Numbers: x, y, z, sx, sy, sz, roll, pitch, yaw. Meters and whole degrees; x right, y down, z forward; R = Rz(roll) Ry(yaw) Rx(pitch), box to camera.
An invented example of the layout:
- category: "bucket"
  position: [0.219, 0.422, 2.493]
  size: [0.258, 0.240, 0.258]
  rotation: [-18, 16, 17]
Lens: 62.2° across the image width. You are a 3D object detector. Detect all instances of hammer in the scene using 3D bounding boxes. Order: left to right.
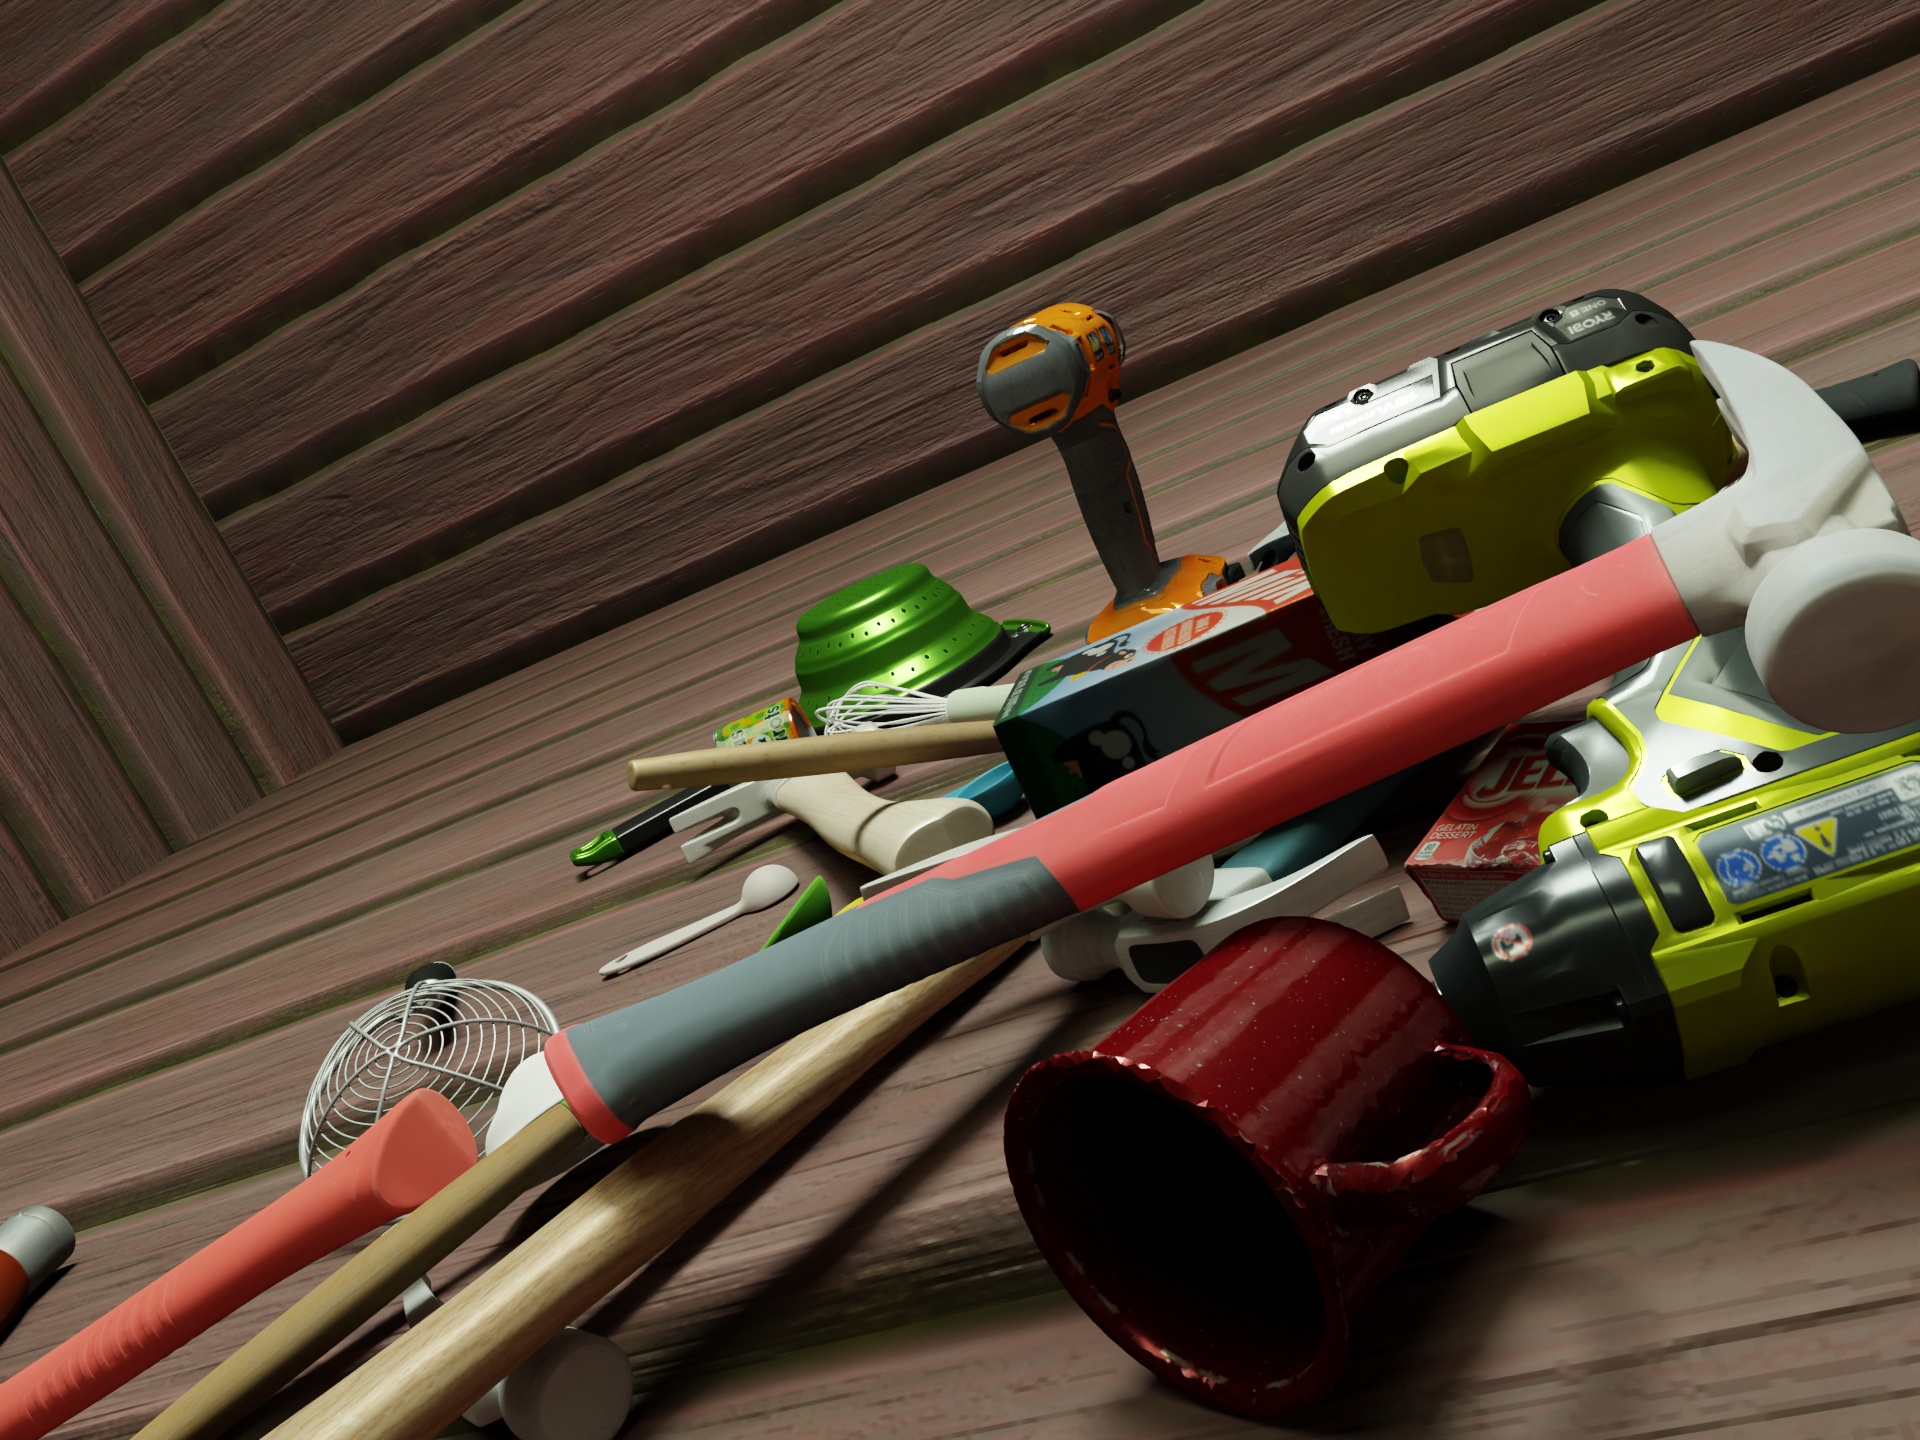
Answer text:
- category: "hammer"
  position: [-0.331, 0.242, 0.588]
  size: [0.359, 0.036, 0.149]
  rotation: [-34, 13, 4]
- category: "hammer"
  position: [-0.066, 0.124, 0.505]
  size: [0.331, 0.031, 0.130]
  rotation: [-34, 18, -34]
- category: "hammer"
  position: [-0.069, 0.053, 0.835]
  size: [0.146, 0.038, 0.411]
  rotation: [-25, 7, -11]
- category: "hammer"
  position: [-0.037, 0.117, 0.625]
  size: [0.144, 0.035, 0.405]
  rotation: [-10, 20, 48]
- category: "hammer"
  position: [0.040, 0.024, 0.428]
  size: [0.386, 0.038, 0.143]
  rotation: [-27, 22, 25]
- category: "hammer"
  position: [0.181, 0.008, 0.645]
  size: [0.331, 0.033, 0.128]
  rotation: [-35, 15, -34]
- category: "hammer"
  position: [0.342, -0.142, 0.925]
  size: [0.149, 0.036, 0.409]
  rotation: [-36, 17, -34]

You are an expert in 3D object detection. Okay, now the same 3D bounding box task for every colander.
- category: "colander"
  position: [-0.128, -0.020, 1.197]
  size: [0.397, 0.094, 0.204]
  rotation: [-29, 13, -14]

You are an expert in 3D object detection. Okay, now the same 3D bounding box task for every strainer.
- category: "strainer"
  position: [-0.208, 0.195, 0.608]
  size: [0.258, 0.050, 0.086]
  rotation: [-39, -19, -22]

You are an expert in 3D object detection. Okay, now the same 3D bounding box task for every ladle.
- category: "ladle"
  position: [-0.001, -0.002, 0.743]
  size: [0.320, 0.062, 0.078]
  rotation: [-6, -17, -29]

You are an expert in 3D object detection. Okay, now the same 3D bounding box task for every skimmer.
- category: "skimmer"
  position: [-0.276, 0.179, 0.851]
  size: [0.127, 0.090, 0.363]
  rotation: [-32, 4, -15]

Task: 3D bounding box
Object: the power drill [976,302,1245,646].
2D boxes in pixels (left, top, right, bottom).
- category: "power drill"
  position: [0.096, -0.139, 0.945]
  size: [0.084, 0.226, 0.164]
  rotation: [-19, 14, 25]

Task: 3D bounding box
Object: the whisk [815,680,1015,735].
- category: "whisk"
  position: [-0.006, -0.007, 1.035]
  size: [0.246, 0.057, 0.059]
  rotation: [-7, 60, 43]

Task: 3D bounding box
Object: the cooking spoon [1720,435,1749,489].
- category: "cooking spoon"
  position: [0.198, -0.042, 0.663]
  size: [0.069, 0.017, 0.319]
  rotation: [-32, -3, -34]

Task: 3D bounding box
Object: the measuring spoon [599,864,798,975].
- category: "measuring spoon"
  position: [-0.150, 0.111, 0.897]
  size: [0.124, 0.018, 0.034]
  rotation: [-26, 13, 0]

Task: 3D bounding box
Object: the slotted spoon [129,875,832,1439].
- category: "slotted spoon"
  position: [-0.155, 0.156, 0.550]
  size: [0.314, 0.031, 0.070]
  rotation: [-37, -11, -30]

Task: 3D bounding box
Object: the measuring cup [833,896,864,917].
- category: "measuring cup"
  position: [-0.081, 0.116, 0.720]
  size: [0.156, 0.029, 0.062]
  rotation: [-24, 13, 1]

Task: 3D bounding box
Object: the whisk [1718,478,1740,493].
- category: "whisk"
  position: [0.267, -0.079, 0.789]
  size: [0.284, 0.070, 0.070]
  rotation: [-28, 12, 14]

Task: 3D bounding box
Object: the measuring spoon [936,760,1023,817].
- category: "measuring spoon"
  position: [-0.012, 0.056, 0.873]
  size: [0.128, 0.021, 0.042]
  rotation: [-28, 9, 35]

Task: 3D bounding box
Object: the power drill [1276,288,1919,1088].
- category: "power drill"
  position: [0.177, -0.011, 0.448]
  size: [0.171, 0.080, 0.223]
  rotation: [-22, 47, 12]
